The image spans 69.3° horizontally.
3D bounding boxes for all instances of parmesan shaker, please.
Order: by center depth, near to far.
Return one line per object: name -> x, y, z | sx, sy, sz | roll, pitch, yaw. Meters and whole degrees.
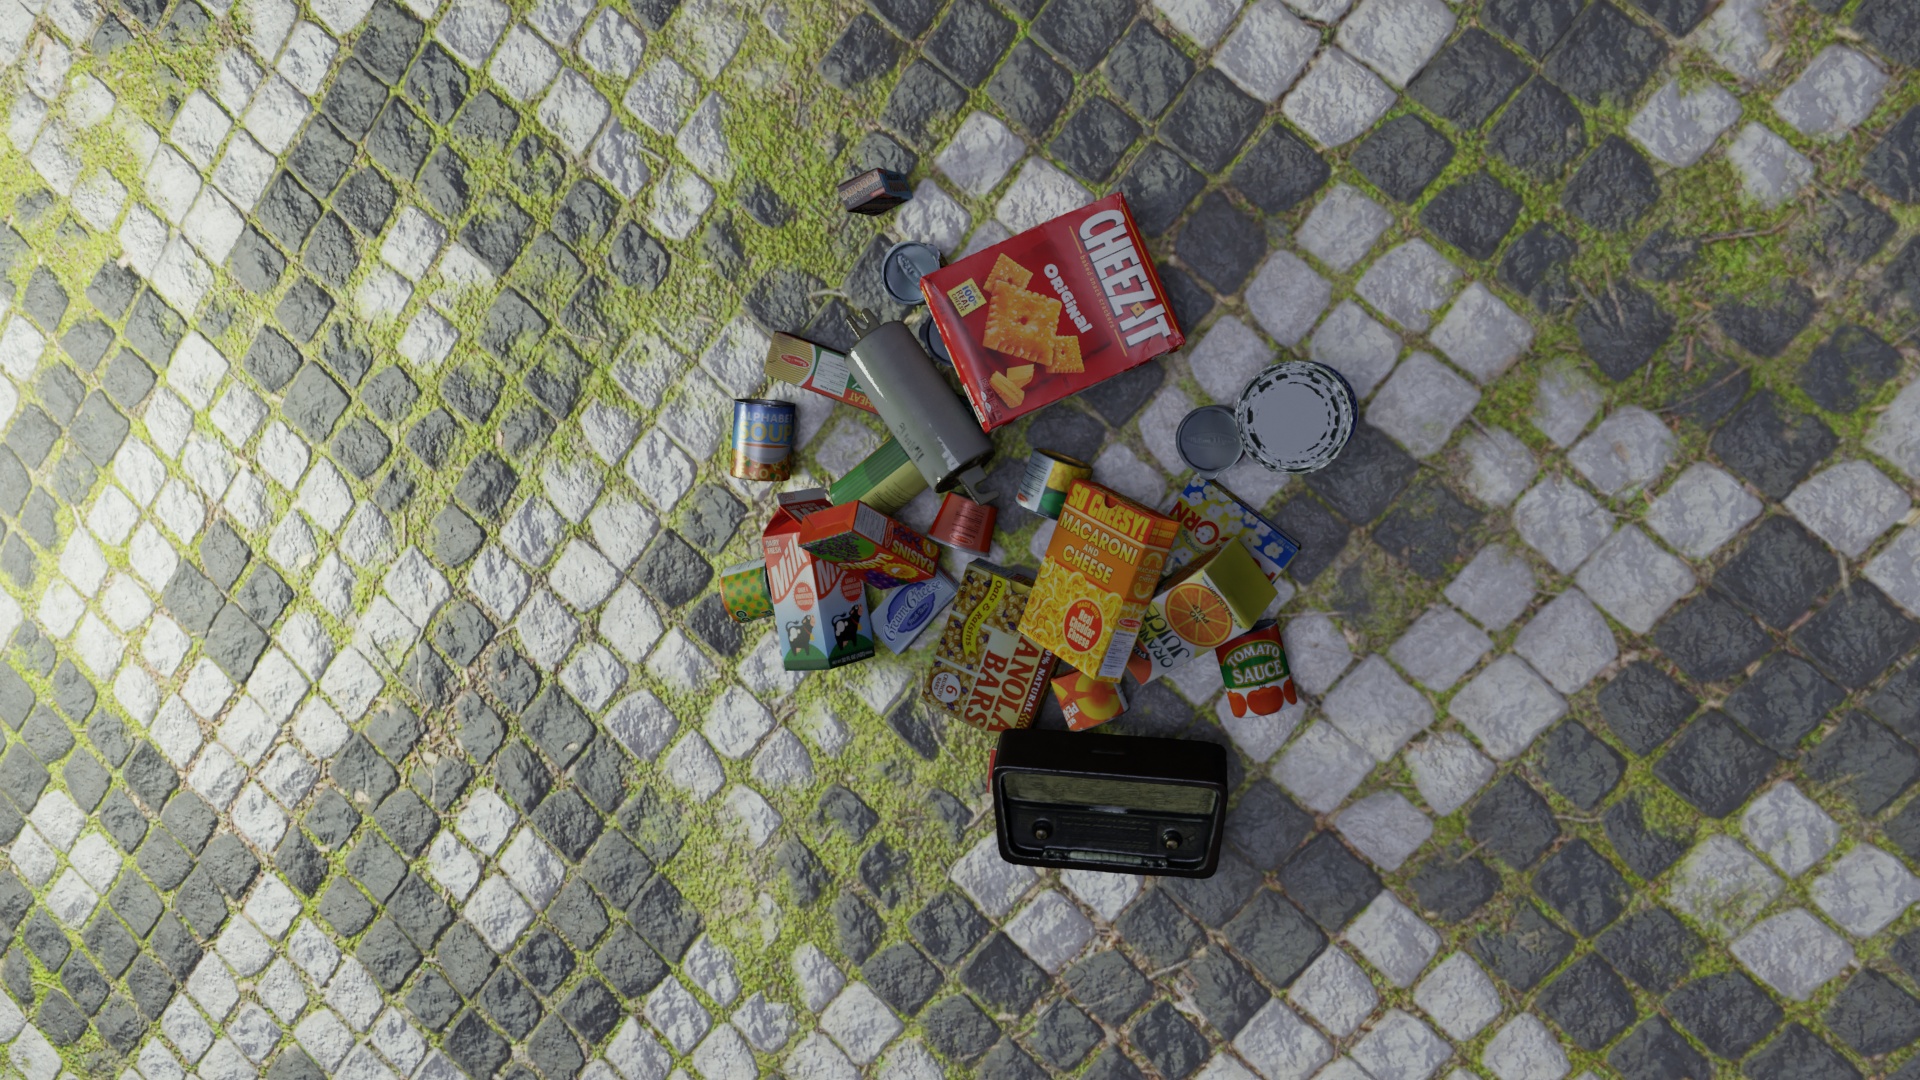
parmesan shaker -> -0.077, -0.062, 1.464 | 0.103, 0.071, 0.071 | -37, 85, 22

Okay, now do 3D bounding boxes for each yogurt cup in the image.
yogurt cup -> 0.005, -0.018, 1.446 | 0.072, 0.072, 0.054 | 20, 94, 15

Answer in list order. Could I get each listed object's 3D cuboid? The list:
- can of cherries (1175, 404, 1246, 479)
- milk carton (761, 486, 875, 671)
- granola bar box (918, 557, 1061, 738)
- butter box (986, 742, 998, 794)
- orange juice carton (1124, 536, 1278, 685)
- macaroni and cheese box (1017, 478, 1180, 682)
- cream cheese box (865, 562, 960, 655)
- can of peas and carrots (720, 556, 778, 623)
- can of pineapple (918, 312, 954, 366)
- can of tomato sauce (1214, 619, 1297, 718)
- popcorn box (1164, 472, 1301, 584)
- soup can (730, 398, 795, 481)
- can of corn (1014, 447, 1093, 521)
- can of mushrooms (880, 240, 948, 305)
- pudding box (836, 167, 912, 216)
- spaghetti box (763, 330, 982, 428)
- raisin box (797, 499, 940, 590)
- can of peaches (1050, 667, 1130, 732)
can of cherries -> 0.247, -0.097, 1.361 | 0.071, 0.058, 0.071 | 2, 97, 17
milk carton -> -0.155, 0.040, 1.488 | 0.073, 0.072, 0.190 | -8, 92, 41
granola bar box -> 0.041, 0.118, 1.462 | 0.124, 0.039, 0.165 | 22, 103, 14
butter box -> 0.081, 0.250, 1.472 | 0.103, 0.024, 0.053 | 7, 98, 17
orange juice carton -> 0.209, 0.078, 1.363 | 0.072, 0.073, 0.192 | 53, 134, -2
macaroni and cheese box -> 0.132, 0.037, 1.352 | 0.124, 0.040, 0.166 | 30, 105, 48
cream cheese box -> -0.050, 0.070, 1.494 | 0.053, 0.024, 0.103 | 46, 107, 10
can of peas and carrots -> -0.222, 0.056, 1.525 | 0.058, 0.071, 0.071 | -15, 92, 20
can of pineapple -> 0.001, -0.212, 1.427 | 0.071, 0.058, 0.071 | 2, 97, 18
can of tomato sauce -> 0.290, 0.126, 1.367 | 0.071, 0.071, 0.083 | -15, 92, 19
popcorn box -> 0.261, 0.002, 1.378 | 0.127, 0.038, 0.085 | 38, 108, 10
soup can -> -0.213, -0.109, 1.501 | 0.071, 0.071, 0.083 | 7, 99, 17
can of corn -> 0.097, -0.056, 1.412 | 0.071, 0.071, 0.058 | 22, 102, 14
can of mushrooms -> -0.045, -0.279, 1.447 | 0.071, 0.033, 0.071 | 2, 97, 18
pudding box -> -0.087, -0.358, 1.426 | 0.049, 0.084, 0.030 | -21, 93, 19
spaghetti box -> -0.091, -0.161, 1.478 | 0.250, 0.029, 0.050 | 21, 102, 14
raisin box -> -0.094, 0.006, 1.439 | 0.086, 0.123, 0.040 | -15, 55, 41
can of peaches -> 0.130, 0.158, 1.422 | 0.071, 0.071, 0.058 | -21, 89, 19
